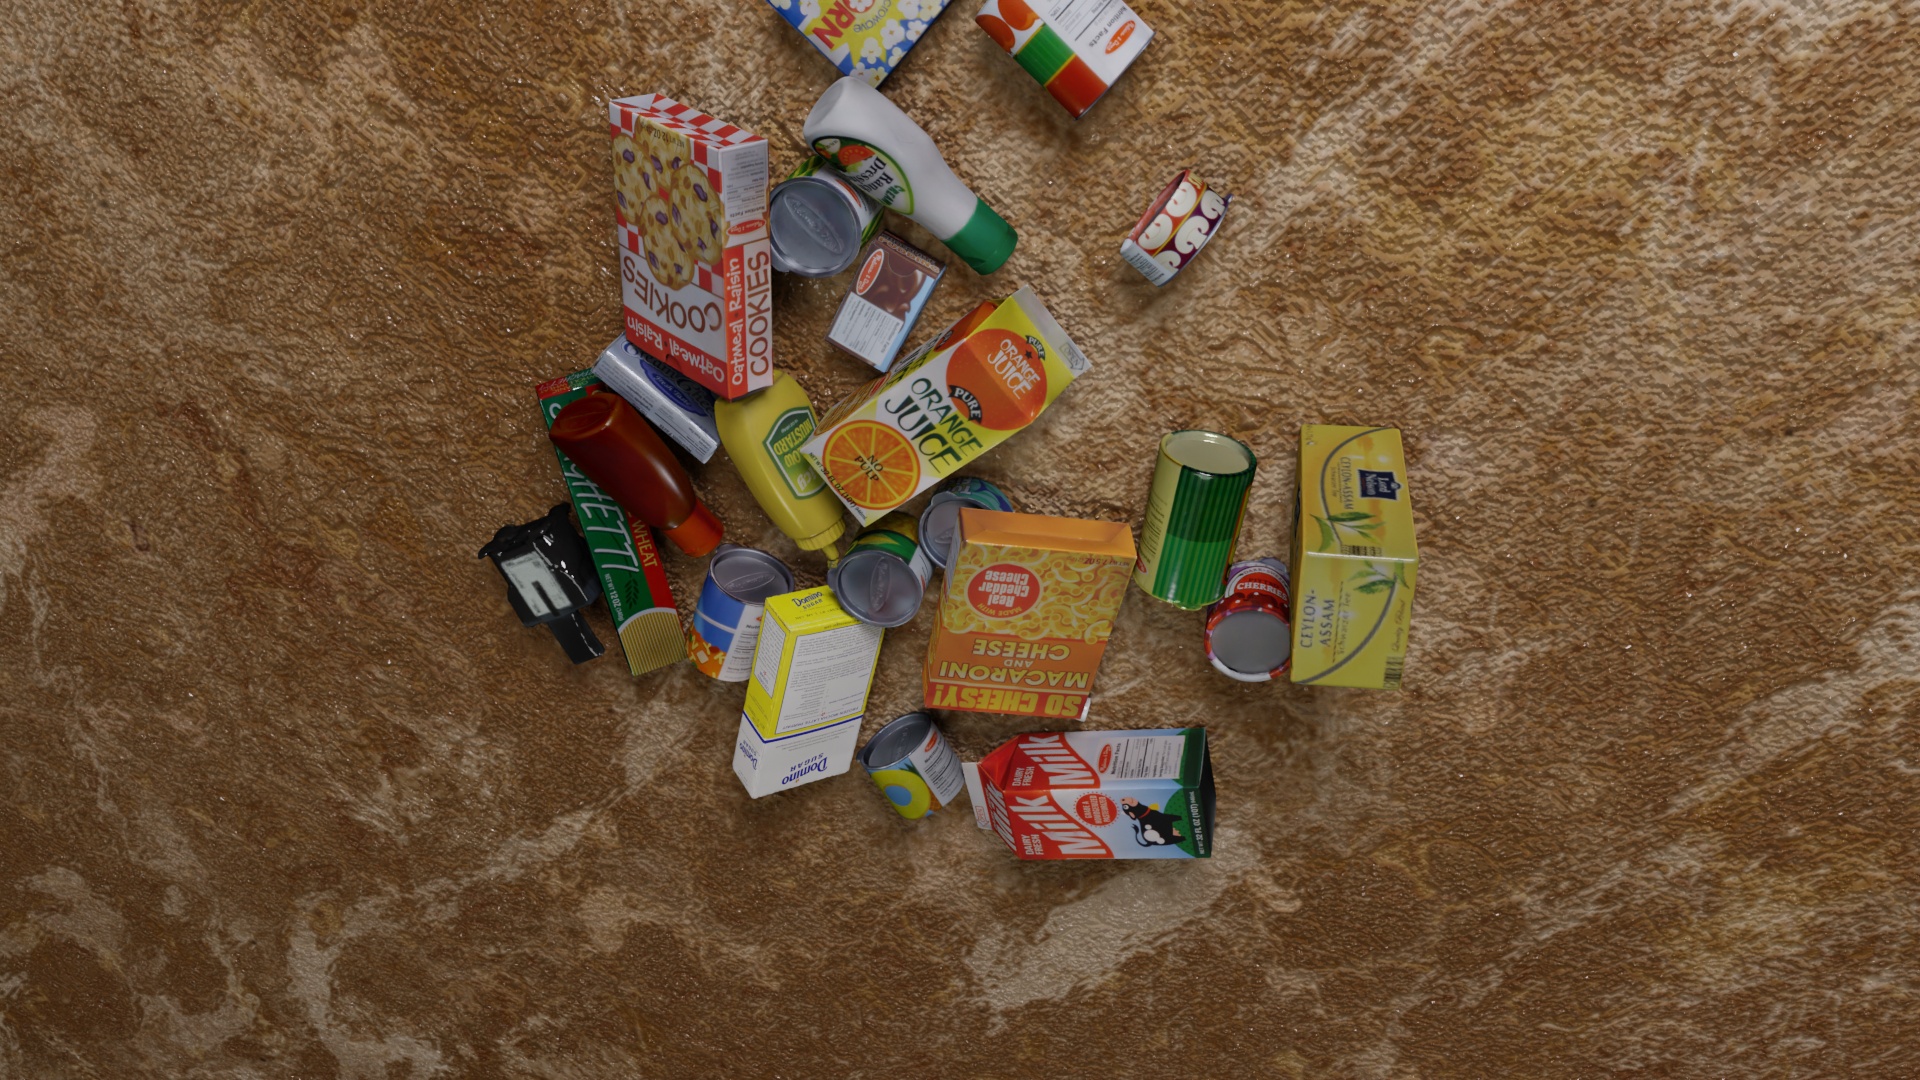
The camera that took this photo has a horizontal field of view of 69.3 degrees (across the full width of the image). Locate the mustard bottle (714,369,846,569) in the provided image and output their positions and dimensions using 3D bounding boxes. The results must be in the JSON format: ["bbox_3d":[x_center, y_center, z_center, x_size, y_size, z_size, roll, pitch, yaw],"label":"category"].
[{"bbox_3d":[-0.118,-0.044,0.997,0.049,0.065,0.159,8,133,45],"label":"mustard bottle"}]

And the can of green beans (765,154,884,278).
[{"bbox_3d":[-0.088,-0.209,0.892,0.071,0.058,0.071,6,122,10],"label":"can of green beans"}]

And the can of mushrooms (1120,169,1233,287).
[{"bbox_3d":[0.131,-0.192,0.844,0.033,0.071,0.070,37,122,-9],"label":"can of mushrooms"}]

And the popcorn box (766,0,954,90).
[{"bbox_3d":[-0.043,-0.338,0.815,0.085,0.038,0.126,42,121,-11],"label":"popcorn box"}]

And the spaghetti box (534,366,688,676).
[{"bbox_3d":[-0.263,-0.009,1.062,0.050,0.029,0.248,-19,120,-15],"label":"spaghetti box"}]

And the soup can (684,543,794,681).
[{"bbox_3d":[-0.172,0.055,1.071,0.071,0.072,0.083,24,124,-1],"label":"soup can"}]

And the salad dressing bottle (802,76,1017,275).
[{"bbox_3d":[-0.028,-0.222,0.858,0.147,0.044,0.064,35,158,-28],"label":"salad dressing bottle"}]

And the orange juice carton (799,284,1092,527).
[{"bbox_3d":[-0.009,-0.094,0.933,0.192,0.073,0.071,-31,109,27],"label":"orange juice carton"}]

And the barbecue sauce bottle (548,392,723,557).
[{"bbox_3d":[-0.229,-0.044,1.011,0.065,0.044,0.148,-8,140,29],"label":"barbecue sauce bottle"}]

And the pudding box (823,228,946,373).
[{"bbox_3d":[-0.051,-0.159,0.930,0.049,0.030,0.083,30,123,-3],"label":"pudding box"}]

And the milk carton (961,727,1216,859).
[{"bbox_3d":[0.098,0.198,1.081,0.190,0.074,0.072,-4,120,17],"label":"milk carton"}]

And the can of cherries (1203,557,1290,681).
[{"bbox_3d":[0.206,0.055,0.977,0.071,0.059,0.071,7,122,11],"label":"can of cherries"}]

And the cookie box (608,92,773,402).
[{"bbox_3d":[-0.175,-0.190,0.902,0.123,0.040,0.166,31,131,36],"label":"cookie box"}]

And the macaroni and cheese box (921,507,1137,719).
[{"bbox_3d":[0.046,0.056,1.002,0.124,0.040,0.165,6,130,-9],"label":"macaroni and cheese box"}]

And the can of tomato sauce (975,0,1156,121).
[{"bbox_3d":[0.059,-0.295,0.800,0.083,0.071,0.071,41,121,-11],"label":"can of tomato sauce"}]

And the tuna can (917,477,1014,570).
[{"bbox_3d":[0.004,-0.013,1.003,0.071,0.033,0.070,6,122,10],"label":"tuna can"}]

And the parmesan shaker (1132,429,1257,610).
[{"bbox_3d":[0.159,-0.014,0.939,0.071,0.072,0.102,12,122,7],"label":"parmesan shaker"}]

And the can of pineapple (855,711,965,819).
[{"bbox_3d":[-0.039,0.180,1.110,0.071,0.071,0.057,-22,113,25],"label":"can of pineapple"}]

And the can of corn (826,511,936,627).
[{"bbox_3d":[-0.056,0.020,1.022,0.071,0.058,0.070,6,122,11],"label":"can of corn"}]

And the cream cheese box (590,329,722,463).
[{"bbox_3d":[-0.207,-0.106,0.988,0.104,0.054,0.024,40,123,-11],"label":"cream cheese box"}]
